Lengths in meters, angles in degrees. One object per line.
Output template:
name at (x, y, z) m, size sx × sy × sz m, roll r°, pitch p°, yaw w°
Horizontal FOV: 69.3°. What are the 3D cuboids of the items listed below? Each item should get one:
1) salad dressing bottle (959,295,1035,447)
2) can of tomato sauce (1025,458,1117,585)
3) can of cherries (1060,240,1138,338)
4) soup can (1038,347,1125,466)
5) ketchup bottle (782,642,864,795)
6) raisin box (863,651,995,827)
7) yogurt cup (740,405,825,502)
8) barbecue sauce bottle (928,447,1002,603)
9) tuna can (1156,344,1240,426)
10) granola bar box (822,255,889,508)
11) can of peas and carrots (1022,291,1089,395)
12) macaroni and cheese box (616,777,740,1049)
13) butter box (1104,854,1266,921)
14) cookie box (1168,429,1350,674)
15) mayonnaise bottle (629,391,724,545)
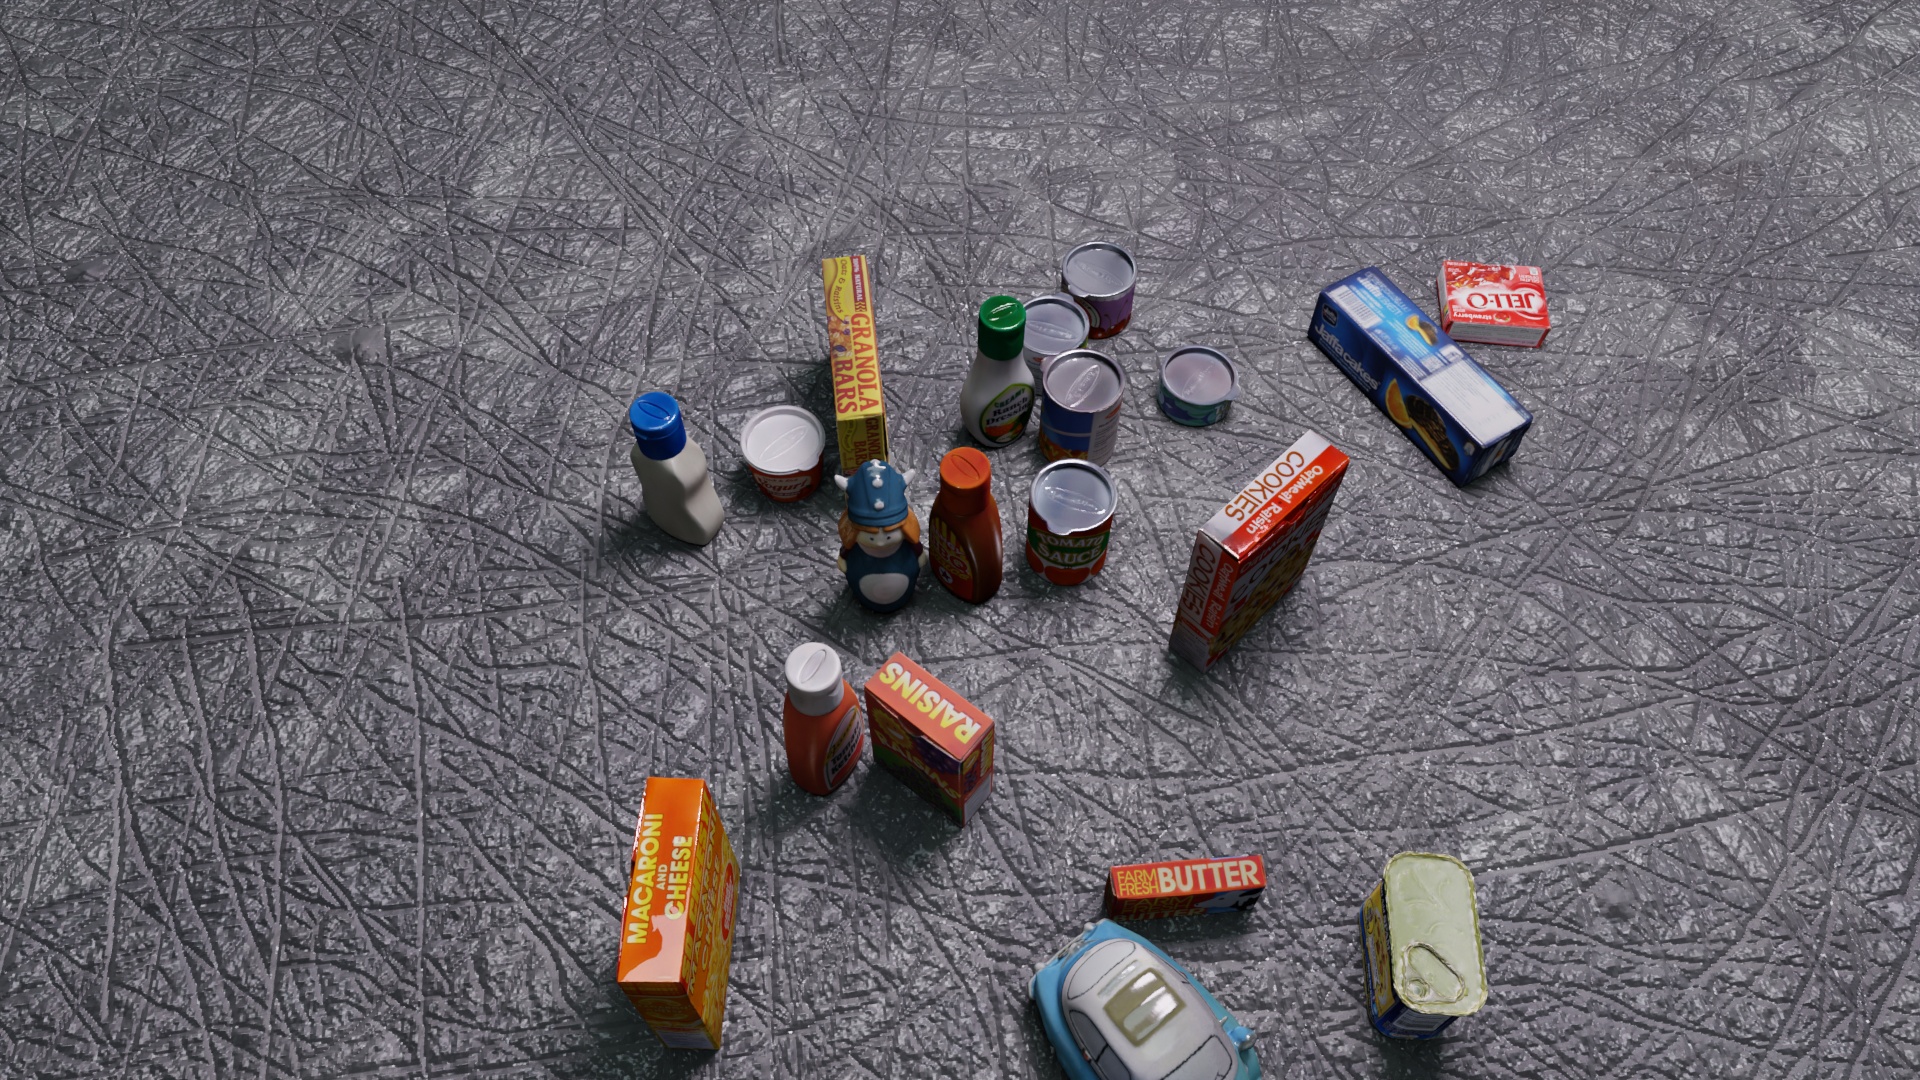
salad dressing bottle at (0.031, -0.135, 1.119) m, size 0.064 × 0.147 × 0.044 m, roll -25°, pitch 61°, yaw -15°
can of tomato sauce at (0.084, -0.011, 1.078) m, size 0.071 × 0.082 × 0.071 m, roll 0°, pitch 58°, yaw 0°
can of cherries at (0.119, -0.220, 1.226) m, size 0.071 × 0.058 × 0.072 m, roll 0°, pitch 58°, yaw 0°
soup can at (0.096, -0.108, 1.139) m, size 0.071 × 0.083 × 0.071 m, roll 0°, pitch 58°, yaw 0°
ketchup bottle at (-0.096, 0.120, 0.954) m, size 0.043 × 0.148 × 0.065 m, roll 25°, pitch 61°, yaw 15°
raisin box at (-0.021, 0.139, 0.957) m, size 0.086 × 0.122 × 0.040 m, roll 35°, pitch 64°, yaw 20°
yogurt cup at (-0.142, -0.068, 1.130) m, size 0.072 × 0.053 × 0.073 m, roll 0°, pitch 58°, yaw 0°
barbecue sauce bottle at (0.004, -0.013, 1.040) m, size 0.044 × 0.147 × 0.065 m, roll -37°, pitch 65°, yaw -21°
tuna can at (0.204, -0.131, 1.185) m, size 0.071 × 0.032 × 0.071 m, roll 0°, pitch 57°, yaw 0°
granola bar box at (-0.084, -0.129, 1.128) m, size 0.039 × 0.123 × 0.166 m, roll -6°, pitch 58°, yaw -4°
can of peas and carrots at (0.076, -0.169, 1.193) m, size 0.071 × 0.058 × 0.071 m, roll 0°, pitch 58°, yaw 0°
macaroni and cheese box at (-0.174, 0.237, 0.868) m, size 0.040 × 0.165 × 0.124 m, roll 1°, pitch 58°, yaw 0°
butter box at (0.151, 0.235, 0.938) m, size 0.103 × 0.053 × 0.024 m, roll -4°, pitch 58°, yaw -3°
cookie box at (0.216, 0.012, 1.014) m, size 0.123 × 0.166 × 0.040 m, roll -40°, pitch 66°, yaw -22°
mayonnaise bottle at (-0.221, -0.055, 1.066) m, size 0.065 × 0.147 × 0.041 m, roll 26°, pitch 61°, yaw 15°
